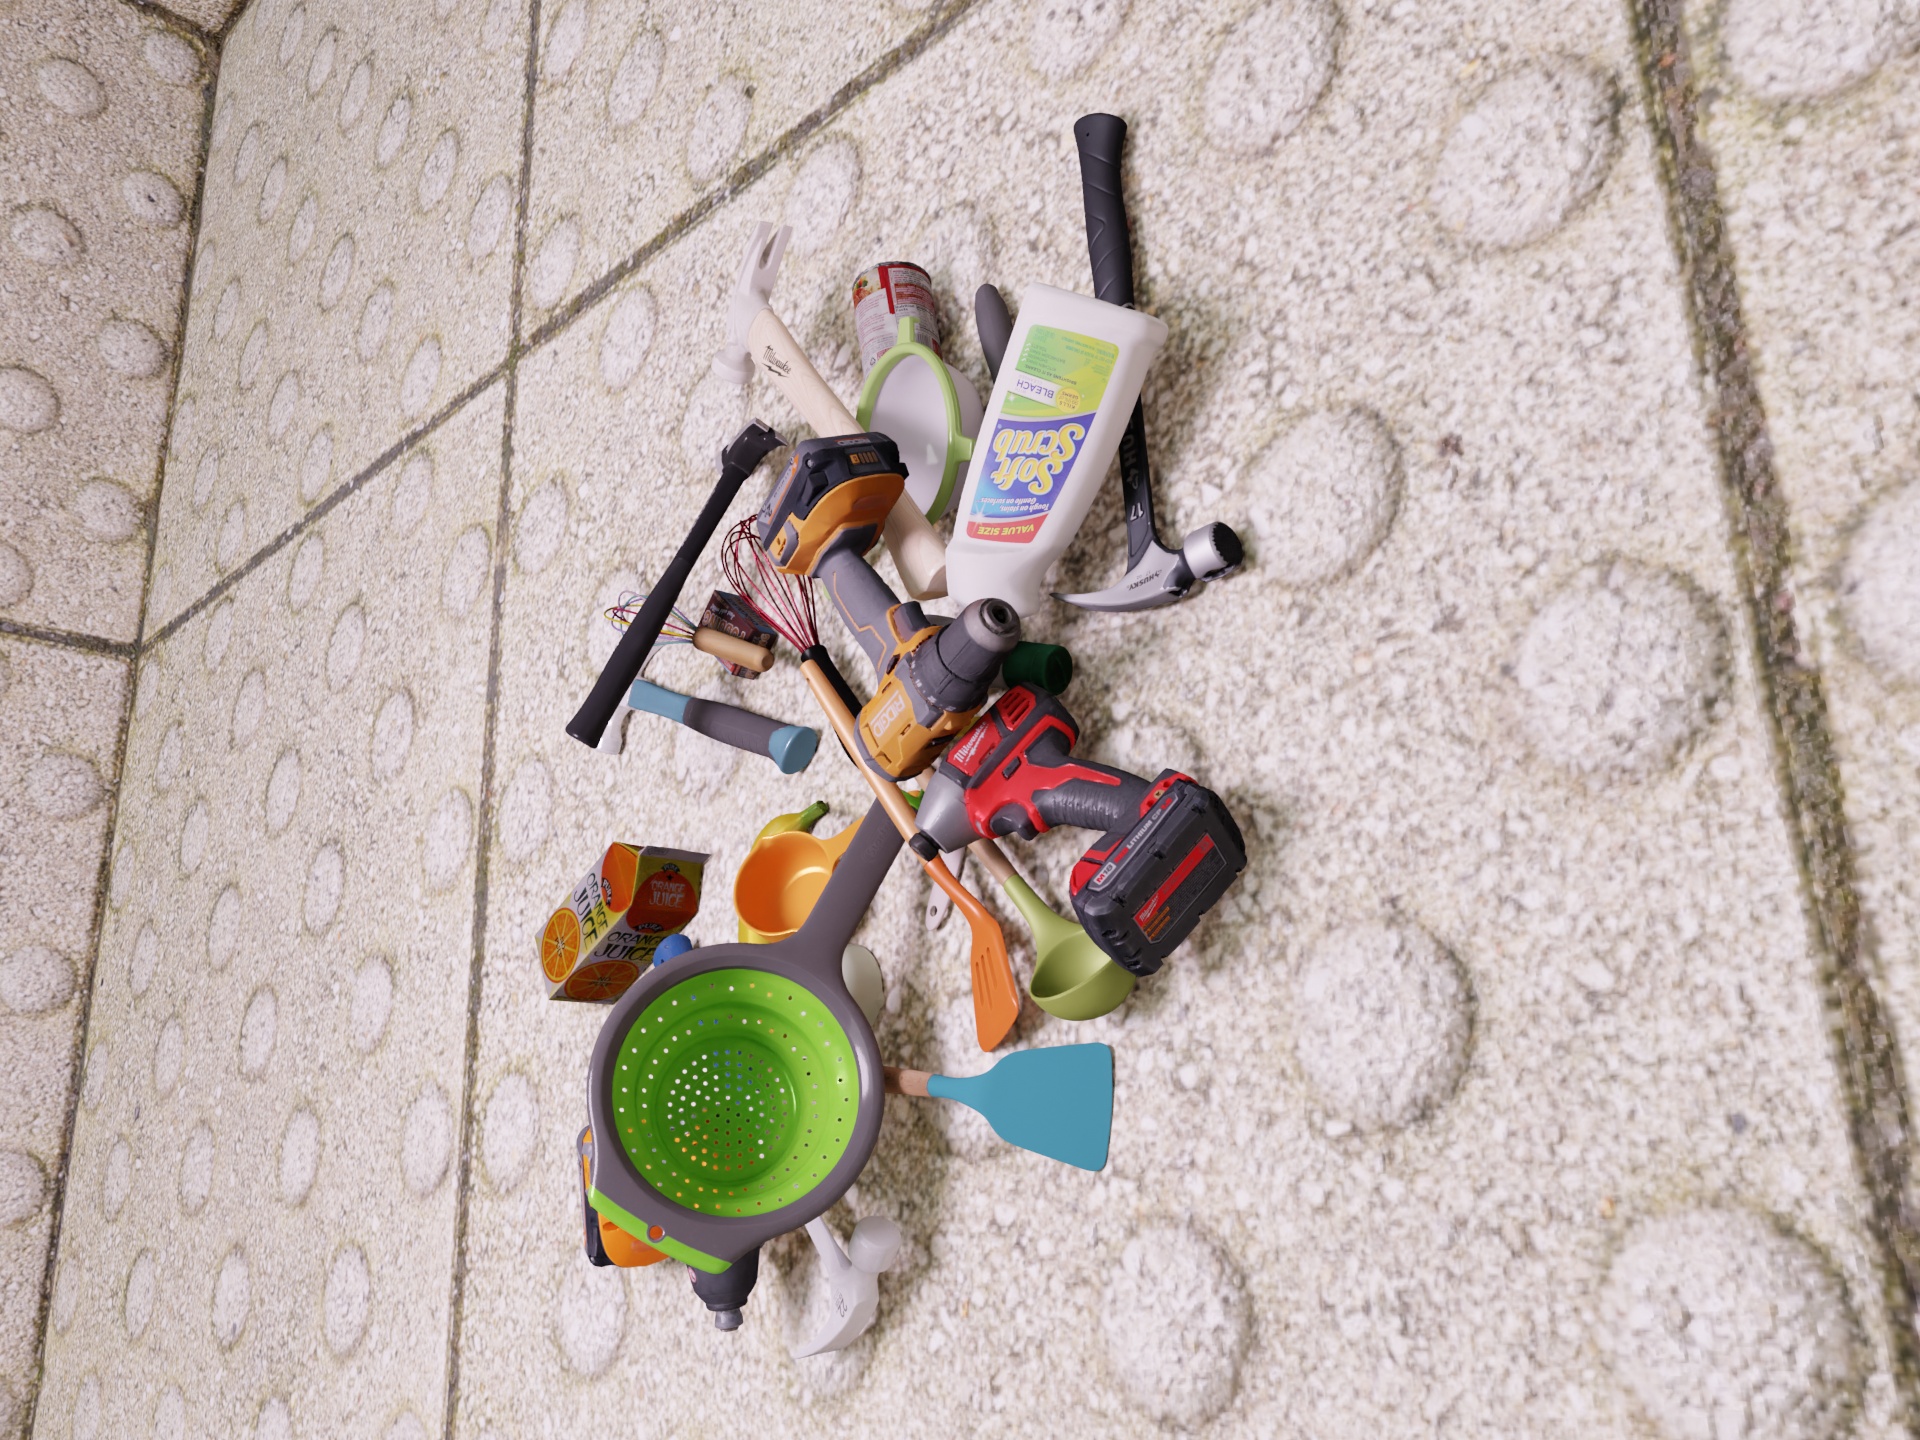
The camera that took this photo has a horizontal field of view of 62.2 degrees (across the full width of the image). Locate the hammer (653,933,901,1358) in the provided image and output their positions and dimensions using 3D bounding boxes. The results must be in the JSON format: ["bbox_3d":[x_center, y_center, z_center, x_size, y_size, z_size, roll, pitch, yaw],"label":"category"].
[{"bbox_3d":[-0.165,0.317,1.266,0.406,0.035,0.144,49,127,46],"label":"hammer"}]

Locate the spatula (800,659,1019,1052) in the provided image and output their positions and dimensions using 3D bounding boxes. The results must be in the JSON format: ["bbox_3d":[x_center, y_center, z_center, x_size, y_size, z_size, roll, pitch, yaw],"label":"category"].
[{"bbox_3d":[-0.040,0.086,1.158,0.323,0.041,0.081,56,148,19],"label":"spatula"}]

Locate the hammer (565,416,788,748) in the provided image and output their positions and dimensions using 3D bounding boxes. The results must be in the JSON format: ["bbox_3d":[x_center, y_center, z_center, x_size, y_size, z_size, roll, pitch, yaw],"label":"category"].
[{"bbox_3d":[-0.249,-0.123,1.386,0.146,0.035,0.335,-17,43,64],"label":"hammer"}]

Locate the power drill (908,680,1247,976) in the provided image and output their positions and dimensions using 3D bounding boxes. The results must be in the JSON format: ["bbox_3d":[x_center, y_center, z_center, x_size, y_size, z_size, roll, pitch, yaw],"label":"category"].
[{"bbox_3d":[0.065,0.067,1.038,0.143,0.078,0.220,-47,42,-11],"label":"power drill"}]

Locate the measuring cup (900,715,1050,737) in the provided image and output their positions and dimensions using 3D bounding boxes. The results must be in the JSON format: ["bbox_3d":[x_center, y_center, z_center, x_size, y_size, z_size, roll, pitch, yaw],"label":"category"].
[{"bbox_3d":[-0.002,-0.004,1.172,0.156,0.029,0.062,0,49,31],"label":"measuring cup"}]

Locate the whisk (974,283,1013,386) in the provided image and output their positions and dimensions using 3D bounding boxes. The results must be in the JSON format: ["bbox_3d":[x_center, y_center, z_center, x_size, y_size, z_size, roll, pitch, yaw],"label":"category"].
[{"bbox_3d":[0.037,-0.248,1.218,0.055,0.055,0.239,-35,51,35],"label":"whisk"}]

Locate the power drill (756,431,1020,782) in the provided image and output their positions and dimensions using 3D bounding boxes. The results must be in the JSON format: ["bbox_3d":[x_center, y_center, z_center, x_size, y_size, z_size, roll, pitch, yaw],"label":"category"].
[{"bbox_3d":[-0.047,-0.092,1.104,0.185,0.084,0.226,-47,63,51],"label":"power drill"}]

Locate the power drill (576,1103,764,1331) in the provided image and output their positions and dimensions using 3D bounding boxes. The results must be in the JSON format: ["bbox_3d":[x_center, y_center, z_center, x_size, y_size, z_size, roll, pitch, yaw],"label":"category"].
[{"bbox_3d":[-0.226,0.389,1.258,0.226,0.084,0.164,-20,74,54],"label":"power drill"}]

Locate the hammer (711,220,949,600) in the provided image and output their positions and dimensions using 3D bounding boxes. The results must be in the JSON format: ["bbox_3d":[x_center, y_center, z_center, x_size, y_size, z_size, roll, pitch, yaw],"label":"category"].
[{"bbox_3d":[-0.097,-0.243,1.268,0.411,0.038,0.146,56,134,38],"label":"hammer"}]

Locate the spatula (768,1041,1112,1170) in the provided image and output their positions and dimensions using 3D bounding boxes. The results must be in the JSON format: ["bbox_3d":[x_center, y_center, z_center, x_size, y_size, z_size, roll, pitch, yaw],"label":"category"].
[{"bbox_3d":[-0.029,0.260,1.134,0.317,0.044,0.082,-5,77,45],"label":"spatula"}]

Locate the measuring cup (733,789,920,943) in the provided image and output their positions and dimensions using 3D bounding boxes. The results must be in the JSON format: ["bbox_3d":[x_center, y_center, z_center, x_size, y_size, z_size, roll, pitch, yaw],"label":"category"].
[{"bbox_3d":[-0.094,0.114,1.254,0.173,0.052,0.095,-33,54,3],"label":"measuring cup"}]

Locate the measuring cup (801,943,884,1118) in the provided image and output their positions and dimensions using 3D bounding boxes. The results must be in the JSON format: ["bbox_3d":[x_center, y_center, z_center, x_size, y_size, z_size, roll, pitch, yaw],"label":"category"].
[{"bbox_3d":[-0.107,0.255,1.230,0.083,0.038,0.168,2,79,47],"label":"measuring cup"}]

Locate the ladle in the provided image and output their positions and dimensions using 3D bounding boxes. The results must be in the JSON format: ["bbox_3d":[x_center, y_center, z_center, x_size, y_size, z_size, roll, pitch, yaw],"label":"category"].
[{"bbox_3d":[0.019,0.090,1.116,0.078,0.062,0.320,-35,49,-6],"label":"ladle"}]

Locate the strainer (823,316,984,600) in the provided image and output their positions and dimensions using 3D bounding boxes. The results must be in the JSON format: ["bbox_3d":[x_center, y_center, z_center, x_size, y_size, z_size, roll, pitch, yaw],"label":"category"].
[{"bbox_3d":[-0.041,-0.185,1.282,0.256,0.069,0.152,-57,47,44],"label":"strainer"}]

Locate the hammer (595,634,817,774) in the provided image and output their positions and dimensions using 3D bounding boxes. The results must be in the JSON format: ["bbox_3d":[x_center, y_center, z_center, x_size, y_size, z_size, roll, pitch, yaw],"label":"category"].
[{"bbox_3d":[-0.238,-0.003,1.452,0.331,0.033,0.128,16,91,48],"label":"hammer"}]

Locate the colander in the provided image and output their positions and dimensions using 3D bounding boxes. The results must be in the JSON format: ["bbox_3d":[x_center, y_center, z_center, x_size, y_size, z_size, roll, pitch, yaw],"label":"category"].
[{"bbox_3d":[-0.125,0.205,1.165,0.397,0.204,0.094,-61,0,-27],"label":"colander"}]

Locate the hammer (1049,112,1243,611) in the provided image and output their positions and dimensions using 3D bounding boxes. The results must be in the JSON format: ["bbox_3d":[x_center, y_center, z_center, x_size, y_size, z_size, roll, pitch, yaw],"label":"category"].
[{"bbox_3d":[0.114,-0.268,1.150,0.149,0.036,0.409,-24,62,42],"label":"hammer"}]

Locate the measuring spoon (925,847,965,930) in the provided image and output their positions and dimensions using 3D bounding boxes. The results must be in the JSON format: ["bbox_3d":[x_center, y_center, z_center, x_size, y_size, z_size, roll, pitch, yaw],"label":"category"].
[{"bbox_3d":[-0.009,0.096,1.185,0.034,0.018,0.124,14,87,48],"label":"measuring spoon"}]

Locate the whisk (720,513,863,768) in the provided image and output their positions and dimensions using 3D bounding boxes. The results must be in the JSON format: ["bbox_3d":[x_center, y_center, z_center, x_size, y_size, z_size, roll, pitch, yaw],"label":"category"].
[{"bbox_3d":[-0.130,-0.070,1.337,0.073,0.073,0.296,-48,54,27],"label":"whisk"}]

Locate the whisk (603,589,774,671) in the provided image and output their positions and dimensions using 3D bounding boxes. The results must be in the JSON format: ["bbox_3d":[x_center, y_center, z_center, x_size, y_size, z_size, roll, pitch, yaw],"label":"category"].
[{"bbox_3d":[-0.248,-0.076,1.430,0.245,0.047,0.051,19,89,45],"label":"whisk"}]
